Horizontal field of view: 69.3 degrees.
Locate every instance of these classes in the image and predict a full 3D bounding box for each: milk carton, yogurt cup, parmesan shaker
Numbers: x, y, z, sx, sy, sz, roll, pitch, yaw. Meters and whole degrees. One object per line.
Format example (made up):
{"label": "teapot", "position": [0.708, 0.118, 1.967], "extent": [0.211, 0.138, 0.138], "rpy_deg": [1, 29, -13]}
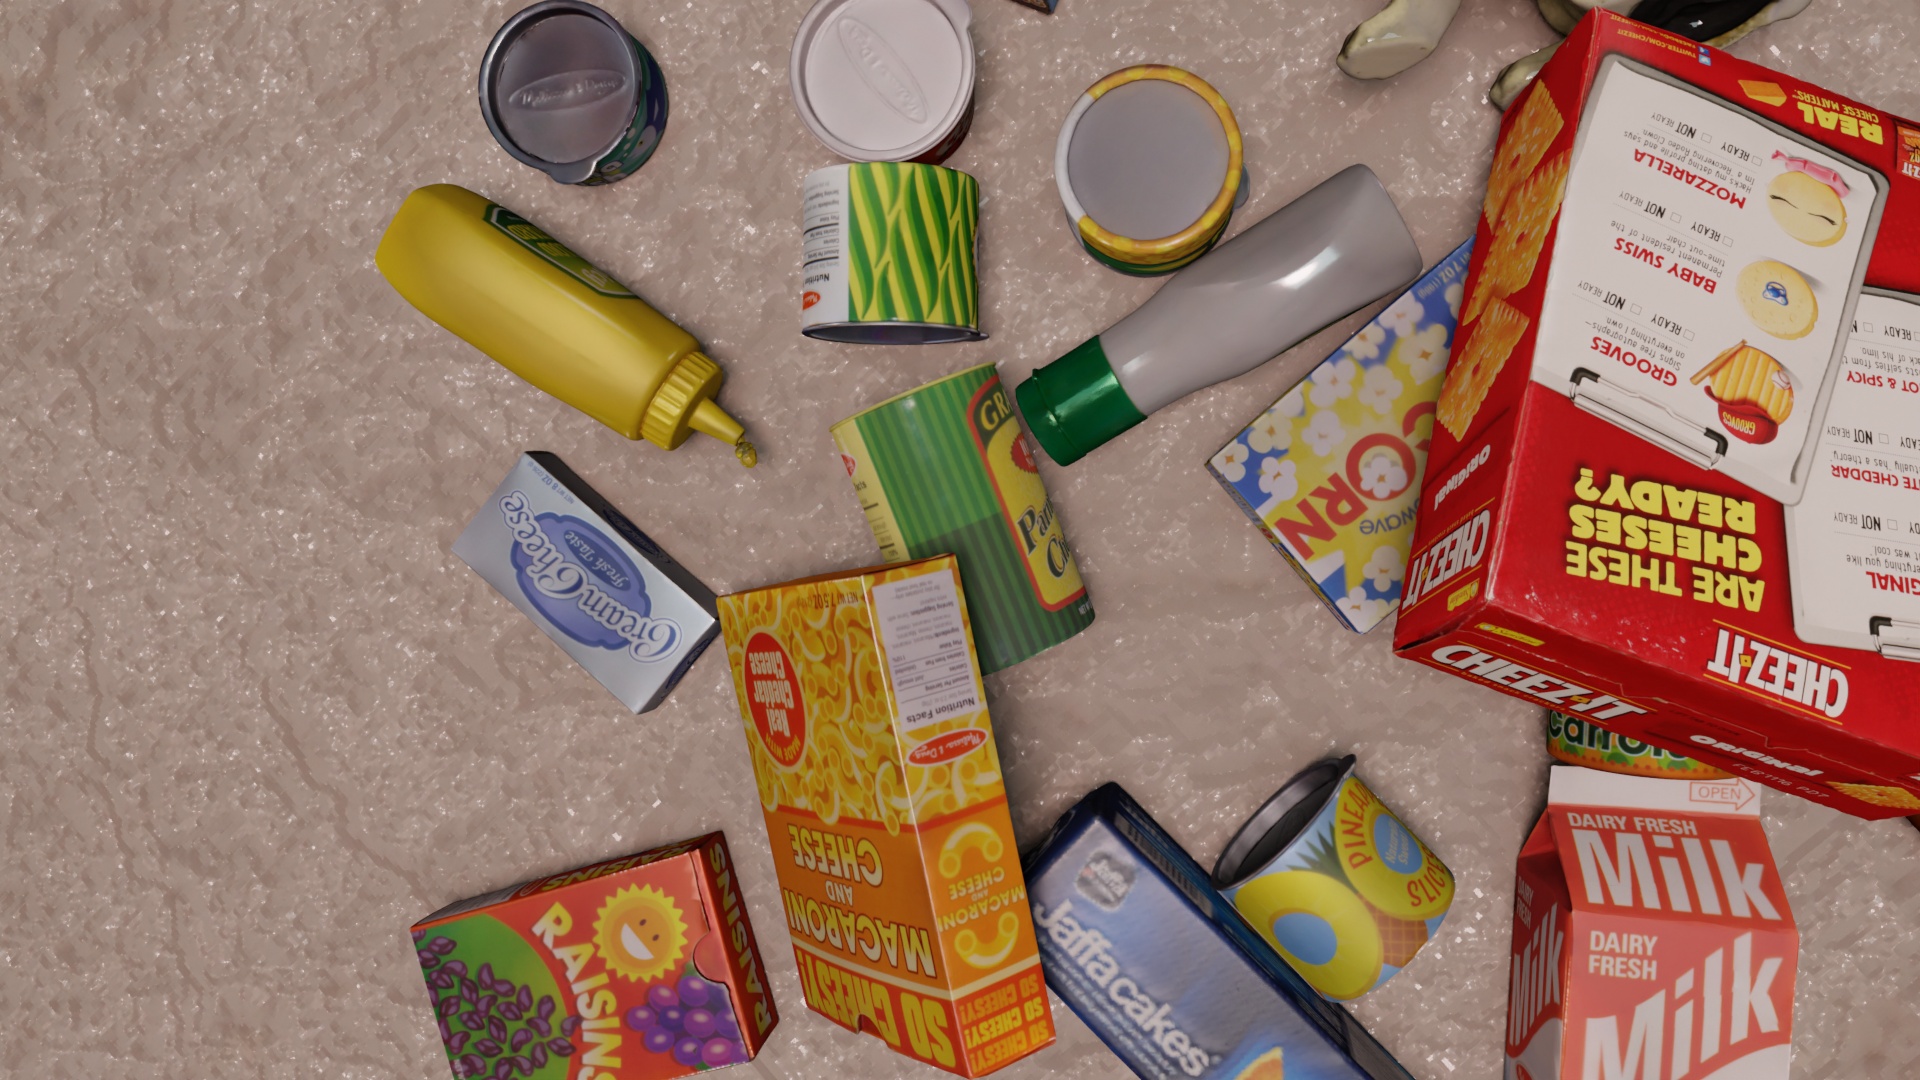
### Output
{"label": "milk carton", "position": [0.237, 0.175, 0.485], "extent": [0.072, 0.073, 0.190], "rpy_deg": [2, 92, 8]}
{"label": "yogurt cup", "position": [-0.025, -0.169, 0.519], "extent": [0.072, 0.054, 0.072], "rpy_deg": [0, 92, 8]}
{"label": "parmesan shaker", "position": [0.002, -0.006, 0.515], "extent": [0.071, 0.071, 0.103], "rpy_deg": [-22, 93, 8]}

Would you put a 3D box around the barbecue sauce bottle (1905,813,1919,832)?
{"label": "barbecue sauce bottle", "position": [0.369, 0.095, 0.480], "extent": [0.065, 0.044, 0.148], "rpy_deg": [-36, 88, 8]}

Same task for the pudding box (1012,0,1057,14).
{"label": "pudding box", "position": [0.027, -0.249, 0.521], "extent": [0.050, 0.030, 0.083], "rpy_deg": [23, 95, 7]}

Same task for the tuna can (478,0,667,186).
{"label": "tuna can", "position": [-0.151, -0.172, 0.547], "extent": [0.071, 0.033, 0.071], "rpy_deg": [0, 92, 8]}

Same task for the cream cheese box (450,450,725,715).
{"label": "cream cheese box", "position": [-0.148, 0.017, 0.557], "extent": [0.104, 0.024, 0.053], "rpy_deg": [40, 98, 5]}

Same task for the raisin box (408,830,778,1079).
{"label": "raisin box", "position": [-0.145, 0.174, 0.555], "extent": [0.123, 0.040, 0.086], "rpy_deg": [-16, 89, 7]}

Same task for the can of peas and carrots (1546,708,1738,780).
{"label": "can of peas and carrots", "position": [0.238, 0.048, 0.482], "extent": [0.071, 0.071, 0.058], "rpy_deg": [1, 93, 8]}

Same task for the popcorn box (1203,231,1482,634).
{"label": "popcorn box", "position": [0.165, -0.038, 0.505], "extent": [0.126, 0.038, 0.085], "rpy_deg": [-41, 87, 7]}

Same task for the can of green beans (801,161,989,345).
{"label": "can of green beans", "position": [-0.026, -0.105, 0.515], "extent": [0.071, 0.071, 0.057], "rpy_deg": [1, 92, 8]}

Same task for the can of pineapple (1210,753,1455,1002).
{"label": "can of pineapple", "position": [0.135, 0.121, 0.500], "extent": [0.058, 0.071, 0.071], "rpy_deg": [45, 97, 3]}

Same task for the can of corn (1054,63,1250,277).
{"label": "can of corn", "position": [0.071, -0.133, 0.505], "extent": [0.071, 0.058, 0.071], "rpy_deg": [0, 93, 8]}

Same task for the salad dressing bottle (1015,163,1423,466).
{"label": "salad dressing bottle", "position": [0.091, -0.079, 0.505], "extent": [0.147, 0.064, 0.044], "rpy_deg": [-30, 110, 16]}

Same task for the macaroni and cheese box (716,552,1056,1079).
{"label": "macaroni and cheese box", "position": [-0.032, 0.094, 0.498], "extent": [0.040, 0.123, 0.166], "rpy_deg": [-12, 90, -32]}

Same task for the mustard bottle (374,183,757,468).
{"label": "mustard bottle", "position": [-0.143, -0.077, 0.536], "extent": [0.160, 0.065, 0.048], "rpy_deg": [33, 102, 0]}
